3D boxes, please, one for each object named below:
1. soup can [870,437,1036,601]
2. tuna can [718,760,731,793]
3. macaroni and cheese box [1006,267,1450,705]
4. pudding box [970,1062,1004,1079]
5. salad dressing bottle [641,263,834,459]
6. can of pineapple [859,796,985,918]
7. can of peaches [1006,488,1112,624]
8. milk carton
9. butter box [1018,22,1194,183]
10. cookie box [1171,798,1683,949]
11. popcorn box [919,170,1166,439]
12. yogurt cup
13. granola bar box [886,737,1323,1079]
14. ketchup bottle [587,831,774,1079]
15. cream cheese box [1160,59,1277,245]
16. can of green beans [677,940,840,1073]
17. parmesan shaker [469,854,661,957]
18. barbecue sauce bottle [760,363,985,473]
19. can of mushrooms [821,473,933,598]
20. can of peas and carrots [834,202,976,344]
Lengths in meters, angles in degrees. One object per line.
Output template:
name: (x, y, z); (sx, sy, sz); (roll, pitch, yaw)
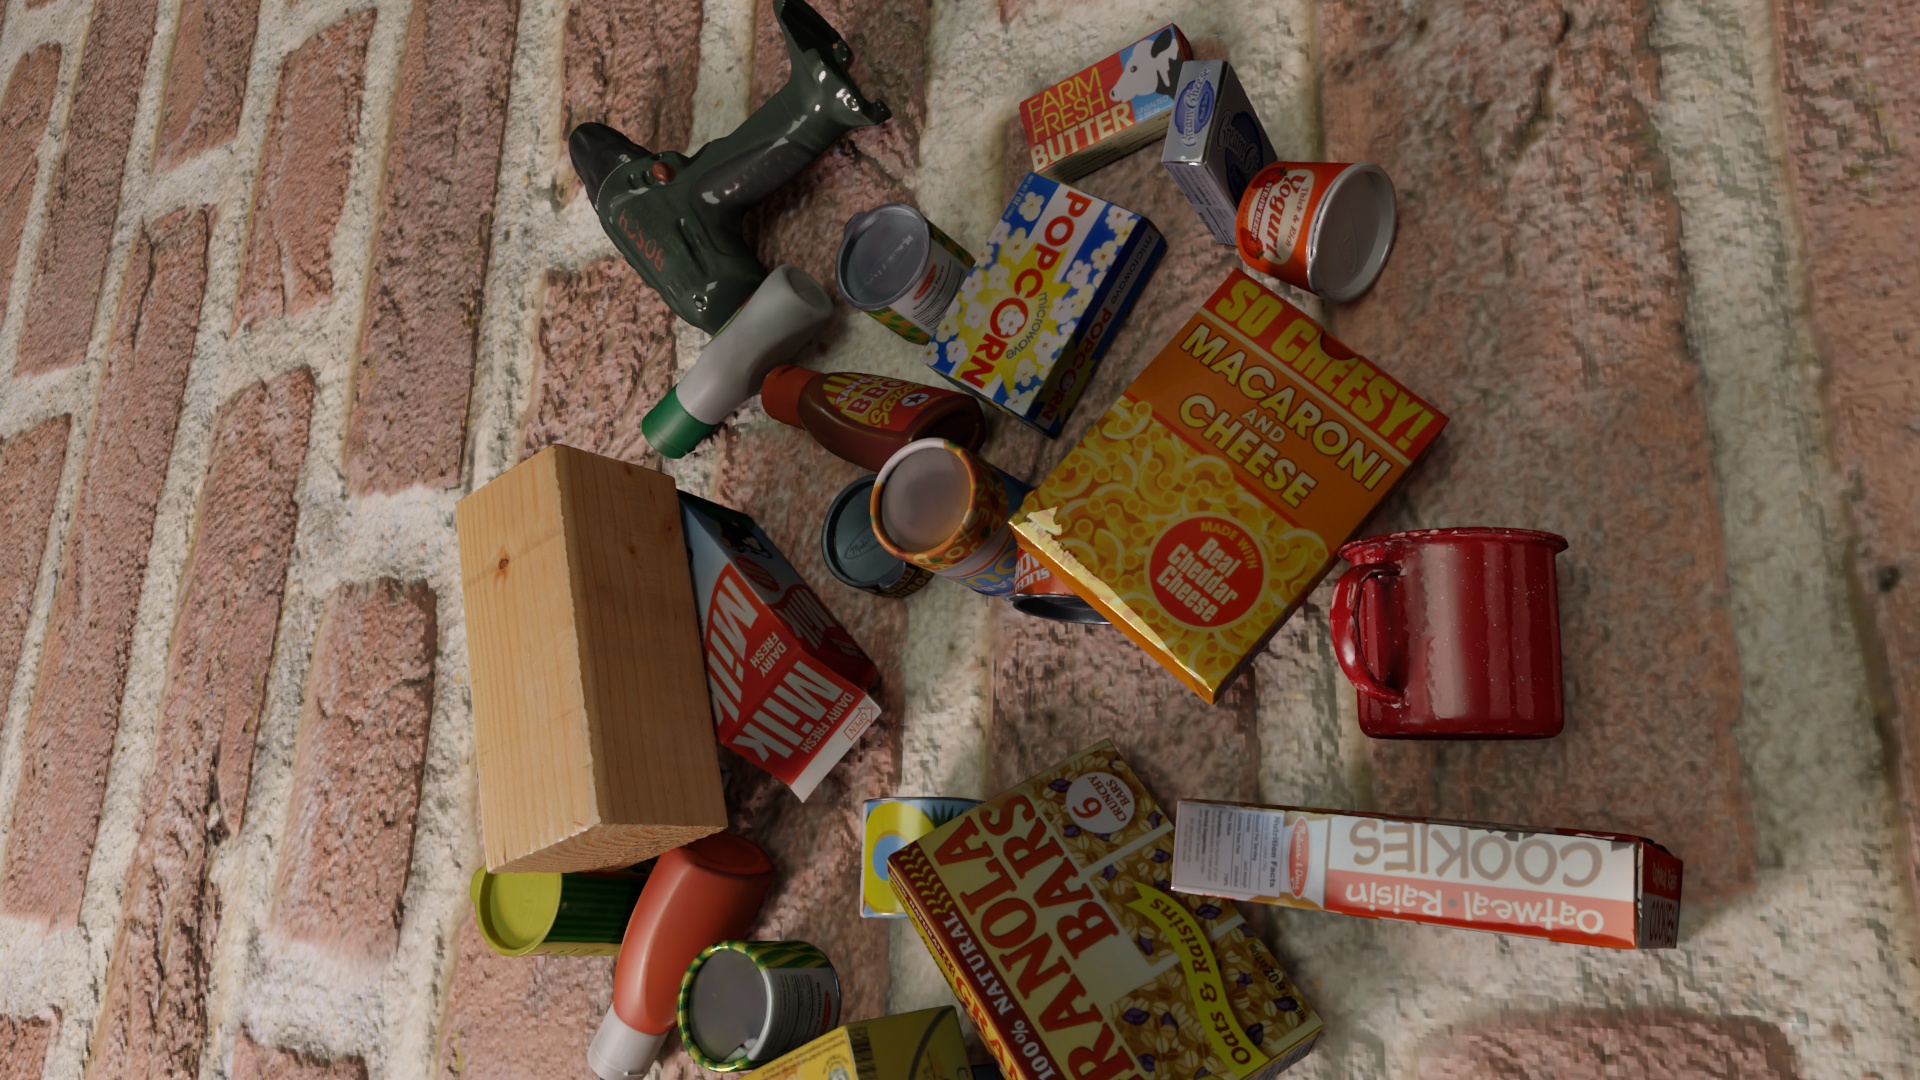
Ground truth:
soup can: (0.003, -0.009, 0.732); (0.071, 0.083, 0.071); (-10, 71, 30)
tuna can: (-0.171, 0.137, 0.805); (0.071, 0.071, 0.033); (16, 84, 35)
macaroni and cheese box: (0.123, -0.027, 0.645); (0.124, 0.040, 0.166); (40, 84, 16)
pudding box: (0.003, 0.301, 0.669); (0.049, 0.030, 0.084); (-26, 63, 22)
salad dressing bottle: (-0.143, -0.109, 0.872); (0.147, 0.064, 0.044); (-41, 92, 24)
can of pineapple: (-0.016, 0.161, 0.702); (0.071, 0.071, 0.058); (-9, 71, 30)
can of peaches: (0.059, 0.007, 0.699); (0.071, 0.071, 0.058); (-1, 74, 32)
milk carton: (-0.119, 0.058, 0.794); (0.072, 0.073, 0.191); (-50, 56, 11)
butter box: (0.085, -0.245, 0.789); (0.103, 0.024, 0.053); (-20, 66, 26)
cookie box: (0.186, 0.130, 0.549); (0.167, 0.123, 0.040); (-1, 76, 32)
popcorn box: (0.045, -0.132, 0.771); (0.085, 0.038, 0.126); (32, 94, 34)
yogurt cup: (0.173, -0.155, 0.683); (0.054, 0.072, 0.072); (27, 91, 43)
granola bar box: (0.060, 0.185, 0.623); (0.124, 0.038, 0.166); (-25, 56, -19)
ketchup bottle: (-0.162, 0.234, 0.776); (0.043, 0.065, 0.148); (40, 106, 48)
cream cheese box: (0.131, -0.191, 0.695); (0.024, 0.104, 0.053); (10, 83, 27)
can of green beans: (-0.107, 0.247, 0.738); (0.071, 0.058, 0.071); (-10, 70, 30)
parmesan shaker: (-0.215, 0.202, 0.792); (0.071, 0.103, 0.071); (-10, 71, 29)
barbecue sauce bottle: (-0.058, -0.072, 0.807); (0.148, 0.043, 0.065); (20, 42, 42)
can of mushrooms: (-0.043, 0.000, 0.789); (0.071, 0.033, 0.071); (-10, 70, 29)
can of peas and carrots: (-0.032, -0.157, 0.814); (0.071, 0.058, 0.071); (-10, 70, 30)
